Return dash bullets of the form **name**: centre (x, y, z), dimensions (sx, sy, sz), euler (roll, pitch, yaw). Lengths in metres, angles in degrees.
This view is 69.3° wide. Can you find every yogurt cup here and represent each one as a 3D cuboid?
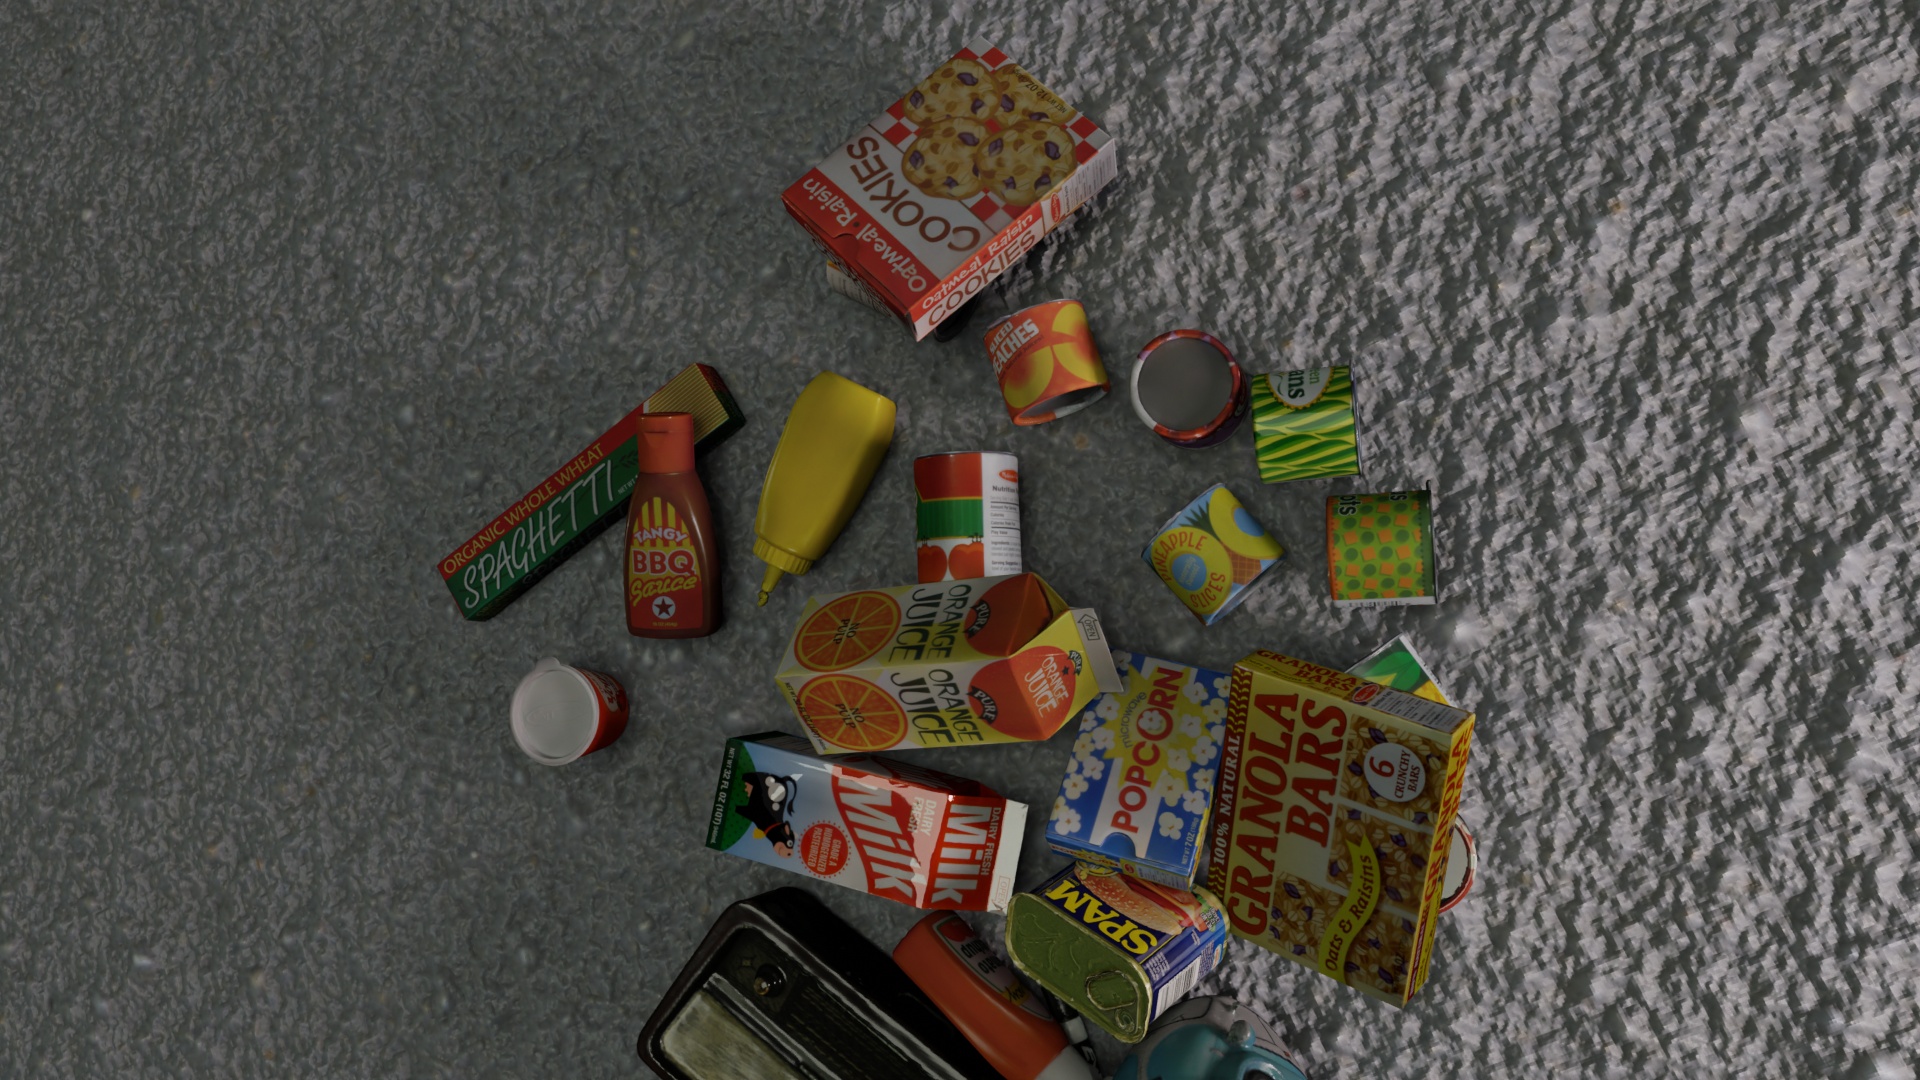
- **yogurt cup**: centre (-0.264, 0.117, 0.948), dimensions (0.072, 0.054, 0.072), euler (-1, 85, 17)

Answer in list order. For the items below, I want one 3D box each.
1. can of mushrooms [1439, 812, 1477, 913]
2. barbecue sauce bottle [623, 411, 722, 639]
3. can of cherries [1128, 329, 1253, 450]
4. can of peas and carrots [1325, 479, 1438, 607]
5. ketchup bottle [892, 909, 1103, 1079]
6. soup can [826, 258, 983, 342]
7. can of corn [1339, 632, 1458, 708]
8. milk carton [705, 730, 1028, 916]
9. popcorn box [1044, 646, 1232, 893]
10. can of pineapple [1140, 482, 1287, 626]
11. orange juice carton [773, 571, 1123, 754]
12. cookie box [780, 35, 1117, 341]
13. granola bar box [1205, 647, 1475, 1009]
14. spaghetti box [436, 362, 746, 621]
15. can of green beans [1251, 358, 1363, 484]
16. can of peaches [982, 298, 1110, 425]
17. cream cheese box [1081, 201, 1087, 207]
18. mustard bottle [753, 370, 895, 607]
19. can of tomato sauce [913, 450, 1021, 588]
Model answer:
- **can of mushrooms**: centre (0.260, 0.181, 0.791), dimensions (0.071, 0.033, 0.071), euler (-1, 85, 17)
- **barbecue sauce bottle**: centre (-0.193, -0.010, 0.925), dimensions (0.065, 0.044, 0.148), euler (1, 100, 8)
- **can of cherries**: centre (0.141, -0.091, 0.837), dimensions (0.071, 0.058, 0.071), euler (-1, 85, 18)
- **can of peas and carrots**: centre (0.241, 0.002, 0.795), dimensions (0.059, 0.071, 0.071), euler (-4, 85, 18)
- **ketchup bottle**: centre (0.026, 0.288, 0.831), dimensions (0.149, 0.064, 0.043), euler (42, 97, 23)
- **soup can**: centre (-0.033, -0.177, 0.895), dimensions (0.084, 0.071, 0.071), euler (28, 94, 18)
- **can of corn**: centre (0.238, 0.096, 0.787), dimensions (0.071, 0.071, 0.058), euler (-37, 77, 11)
- **milk carton**: centre (-0.054, 0.176, 0.868), dimensions (0.190, 0.073, 0.072), euler (10, 89, 17)
- **popcorn box**: centre (0.109, 0.131, 0.813), dimensions (0.085, 0.038, 0.127), euler (13, 61, 17)
- **can of pineapple**: centre (0.149, 0.009, 0.821), dimensions (0.071, 0.071, 0.058), euler (-44, 75, 10)
- **orange juice carton**: centre (-0.004, 0.073, 0.824), dimensions (0.192, 0.073, 0.071), euler (-7, 128, 22)
- **cookie box**: centre (-0.007, -0.218, 0.850), dimensions (0.168, 0.040, 0.123), euler (-41, 67, -9)
- **granola bar box**: centre (0.204, 0.155, 0.764), dimensions (0.124, 0.039, 0.165), euler (17, 113, 34)
- **spaghetti box**: centre (-0.261, -0.031, 0.973), dimensions (0.249, 0.028, 0.050), euler (-36, 77, 11)
- **can of green beans**: centre (0.203, -0.068, 0.812), dimensions (0.058, 0.071, 0.071), euler (-4, 85, 18)
- **can of peaches**: centre (0.052, -0.109, 0.860), dimensions (0.071, 0.071, 0.058), euler (-21, 81, 15)
- **cream cheese box**: centre (0.032, -0.244, 0.902), dimensions (0.104, 0.024, 0.053), euler (4, 87, 18)
- **mustard bottle**: centre (-0.099, -0.030, 0.912), dimensions (0.065, 0.049, 0.160), euler (27, 94, 17)
- **can of tomato sauce**: centre (0.003, -0.011, 0.870), dimensions (0.071, 0.071, 0.083), euler (-3, 85, 17)
